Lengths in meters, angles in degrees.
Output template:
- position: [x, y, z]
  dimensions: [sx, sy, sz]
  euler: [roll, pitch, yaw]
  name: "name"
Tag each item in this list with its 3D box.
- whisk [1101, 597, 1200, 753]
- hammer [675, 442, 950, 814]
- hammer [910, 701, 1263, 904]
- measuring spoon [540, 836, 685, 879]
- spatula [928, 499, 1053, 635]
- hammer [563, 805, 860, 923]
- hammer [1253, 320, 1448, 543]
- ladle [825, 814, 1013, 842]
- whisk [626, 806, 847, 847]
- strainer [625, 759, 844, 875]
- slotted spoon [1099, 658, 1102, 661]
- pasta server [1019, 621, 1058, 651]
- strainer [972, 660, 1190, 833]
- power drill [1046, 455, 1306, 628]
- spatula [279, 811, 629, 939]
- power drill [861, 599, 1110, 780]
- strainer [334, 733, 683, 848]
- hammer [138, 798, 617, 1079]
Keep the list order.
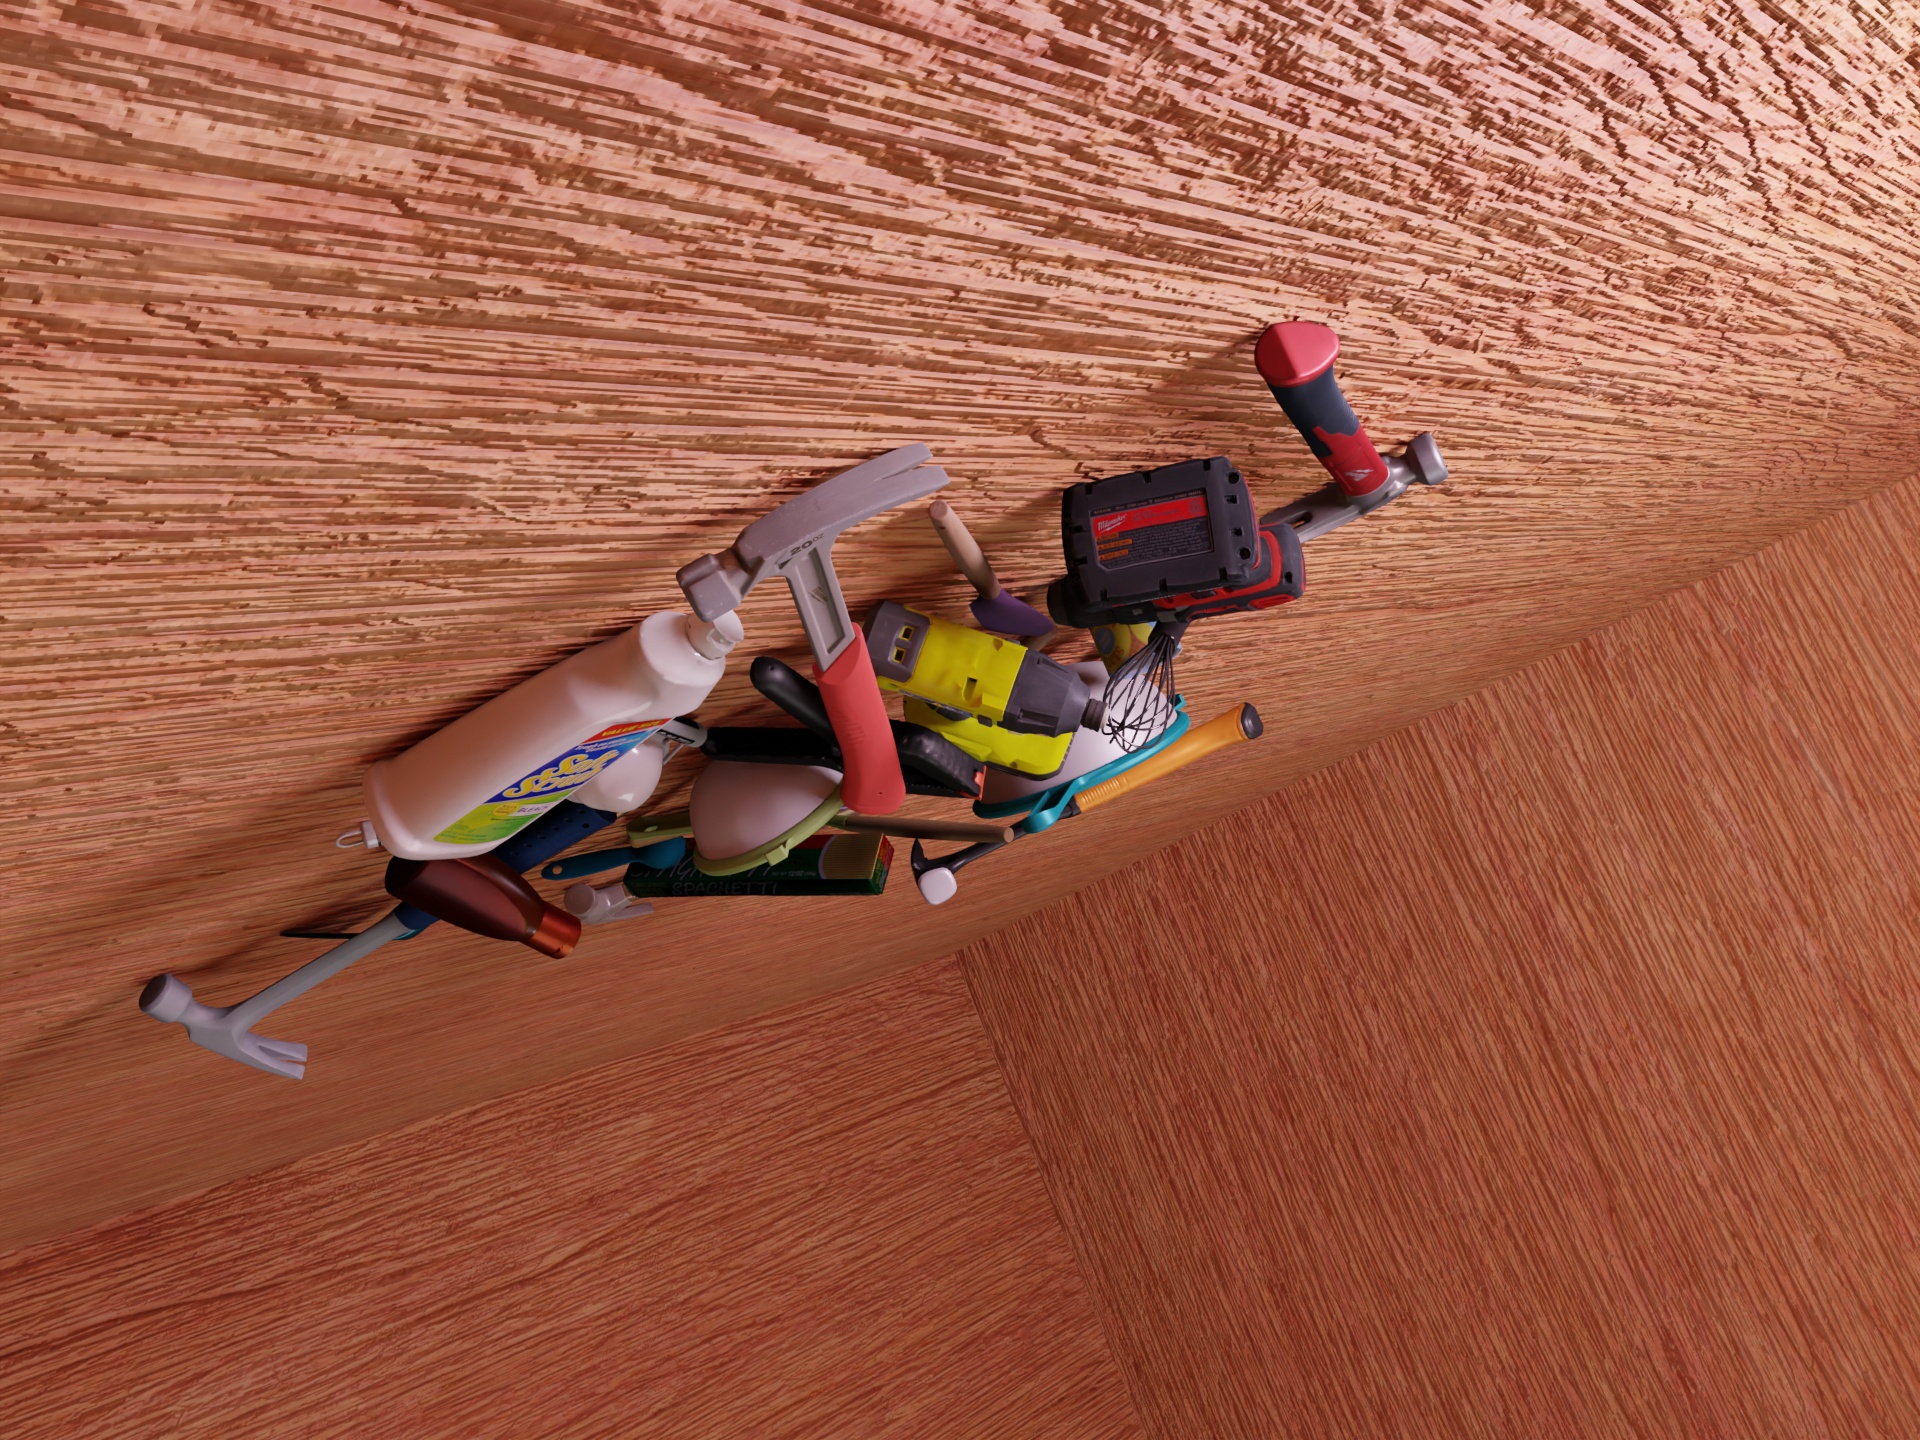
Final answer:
- position: [0.154, -0.057, 1.189]
  dimensions: [0.055, 0.055, 0.239]
  euler: [-34, -162, 42]
  name: "whisk"
- position: [-0.062, -0.030, 0.972]
  dimensions: [0.149, 0.037, 0.358]
  euler: [-29, 156, -8]
  name: "hammer"
- position: [0.111, 0.067, 1.415]
  dimensions: [0.337, 0.034, 0.127]
  euler: [-25, -170, -1]
  name: "hammer"
- position: [-0.308, 0.119, 1.409]
  dimensions: [0.128, 0.042, 0.021]
  euler: [-13, 155, -10]
  name: "measuring spoon"
- position: [0.018, -0.094, 1.074]
  dimensions: [0.060, 0.018, 0.315]
  euler: [7, 171, 12]
  name: "spatula"
- position: [-0.228, 0.132, 1.604]
  dimensions: [0.331, 0.031, 0.130]
  euler: [-22, 168, -5]
  name: "hammer"
- position: [0.232, -0.182, 1.049]
  dimensions: [0.143, 0.038, 0.386]
  euler: [-25, 168, 19]
  name: "hammer"
- position: [-0.080, 0.106, 1.430]
  dimensions: [0.320, 0.062, 0.078]
  euler: [1, -179, 41]
  name: "ladle"
- position: [-0.176, 0.068, 1.417]
  dimensions: [0.245, 0.051, 0.047]
  euler: [-15, 145, -13]
  name: "whisk"
- position: [-0.198, 0.058, 1.285]
  dimensions: [0.256, 0.069, 0.151]
  euler: [-10, -151, 40]
  name: "strainer"
- position: [0.127, -0.026, 1.562]
  dimensions: [0.070, 0.031, 0.313]
  euler: [-18, 165, -14]
  name: "slotted spoon"
- position: [-0.002, -0.004, 1.400]
  dimensions: [0.060, 0.040, 0.316]
  euler: [-32, 175, -41]
  name: "pasta server"
- position: [0.078, 0.014, 1.361]
  dimensions: [0.211, 0.095, 0.340]
  euler: [-22, -175, 15]
  name: "strainer"
- position: [0.130, -0.105, 1.080]
  dimensions: [0.188, 0.080, 0.226]
  euler: [-9, 174, 17]
  name: "power drill"
- position: [-0.397, 0.124, 1.299]
  dimensions: [0.317, 0.044, 0.082]
  euler: [-28, 166, 5]
  name: "spatula"
- position: [0.023, -0.016, 1.140]
  dimensions: [0.171, 0.080, 0.223]
  euler: [19, 174, 7]
  name: "power drill"
- position: [-0.306, 0.056, 1.124]
  dimensions: [0.258, 0.050, 0.086]
  euler: [-14, 150, -21]
  name: "strainer"
- position: [-0.440, 0.163, 1.252]
  dimensions: [0.405, 0.035, 0.143]
  euler: [-30, 131, 13]
  name: "hammer"
